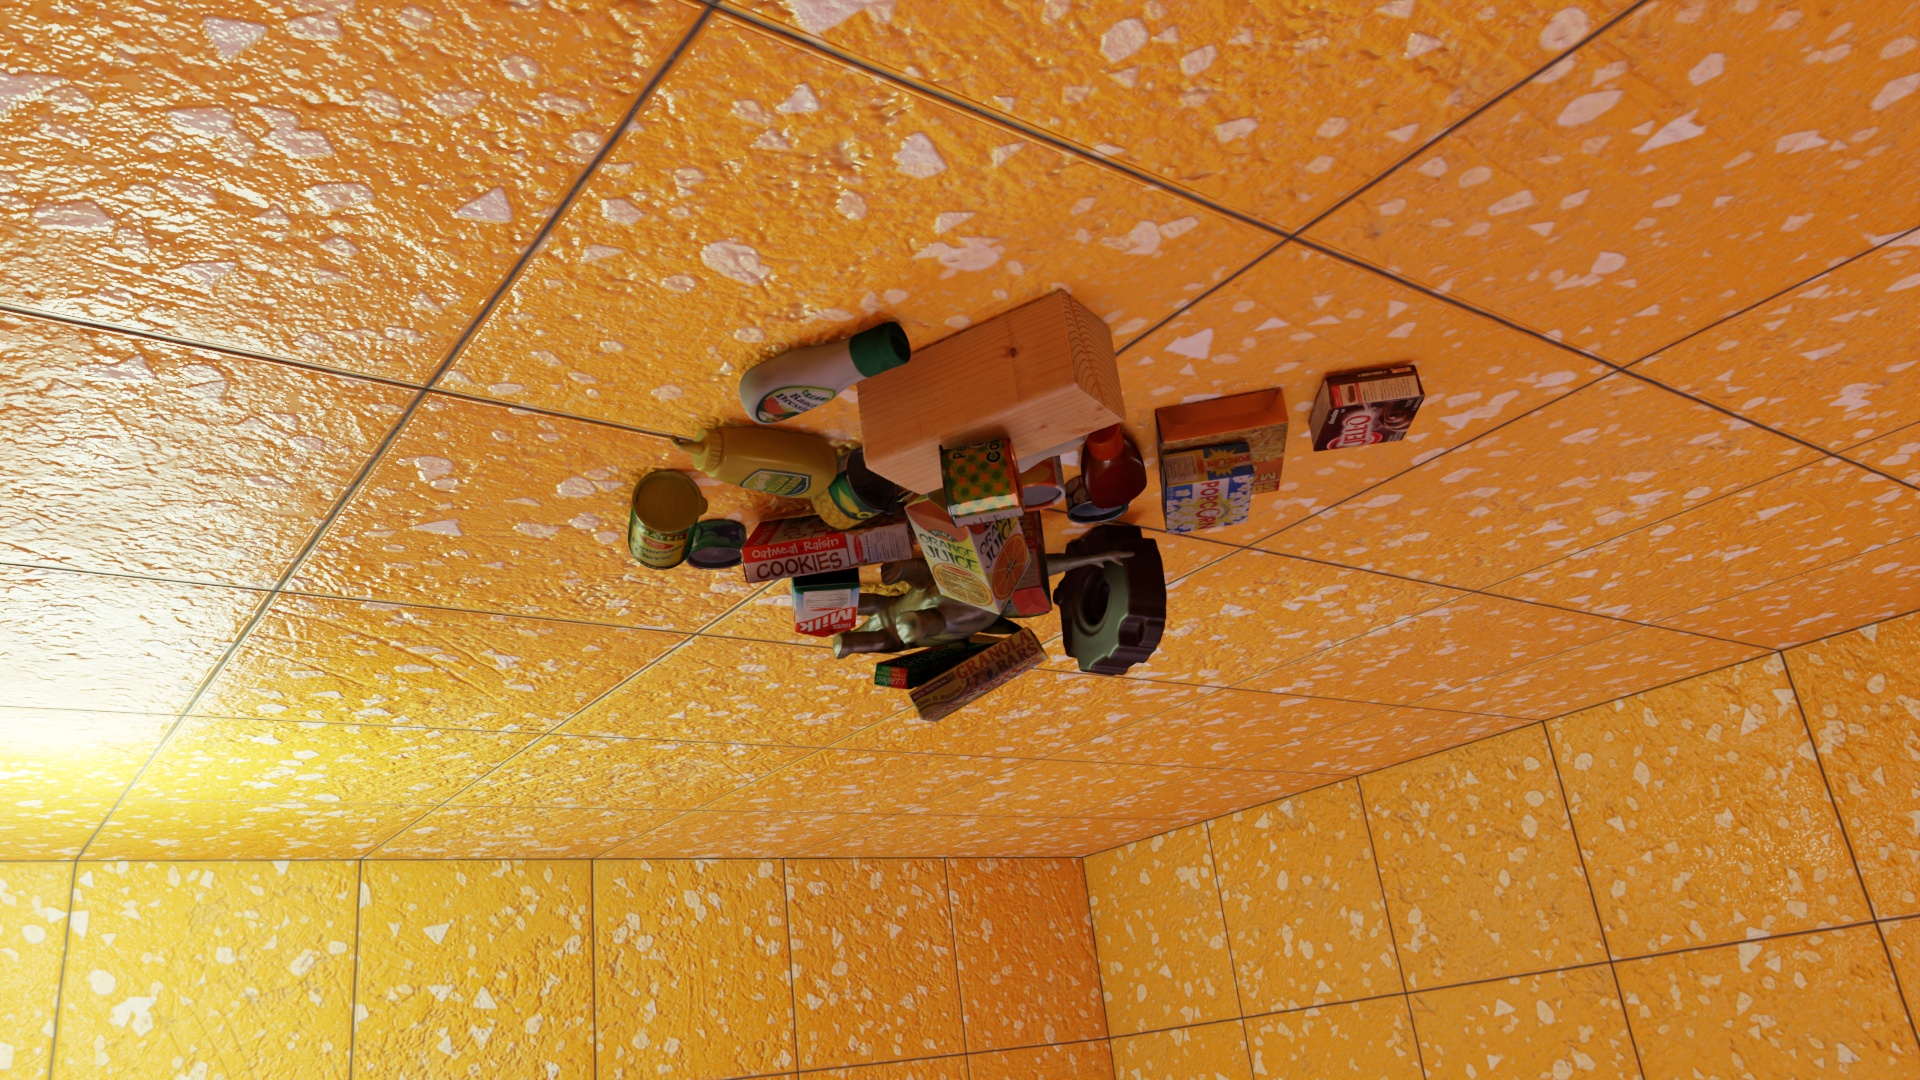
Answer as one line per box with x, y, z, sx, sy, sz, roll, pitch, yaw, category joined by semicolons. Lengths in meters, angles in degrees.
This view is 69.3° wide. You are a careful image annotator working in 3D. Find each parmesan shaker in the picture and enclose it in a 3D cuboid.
-0.288;-0.018;1.363;0.071;0.071;0.102;-1;157;-16;parmesan shaker

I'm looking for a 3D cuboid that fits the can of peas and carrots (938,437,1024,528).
0.018;-0.050;1.139;0.059;0.071;0.070;-10;158;7;can of peas and carrots

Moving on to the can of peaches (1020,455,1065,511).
0.065;-0.067;1.368;0.071;0.058;0.071;-7;159;-3;can of peaches

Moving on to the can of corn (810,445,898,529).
-0.102;-0.048;1.344;0.058;0.071;0.071;-25;153;39;can of corn

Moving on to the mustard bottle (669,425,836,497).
-0.194;-0.075;1.274;0.160;0.049;0.065;8;150;-35;mustard bottle

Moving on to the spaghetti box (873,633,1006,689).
-0.020;0.152;1.762;0.050;0.028;0.251;5;-172;31;spaghetti box

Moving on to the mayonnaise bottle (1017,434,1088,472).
0.061;-0.095;1.293;0.041;0.065;0.147;26;148;-28;mayonnaise bottle

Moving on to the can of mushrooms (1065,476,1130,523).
0.147;-0.046;1.482;0.071;0.033;0.070;-6;158;-2;can of mushrooms

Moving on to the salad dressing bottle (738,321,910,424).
-0.112;-0.139;1.145;0.147;0.044;0.064;-18;157;25;salad dressing bottle

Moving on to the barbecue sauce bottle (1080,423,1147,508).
0.148;-0.081;1.378;0.065;0.044;0.148;-25;156;3;barbecue sauce bottle

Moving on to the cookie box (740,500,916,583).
-0.131;0.001;1.418;0.167;0.040;0.123;-9;-168;3;cookie box

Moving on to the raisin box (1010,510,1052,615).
0.067;0.007;1.466;0.040;0.124;0.086;-10;158;9;raisin box

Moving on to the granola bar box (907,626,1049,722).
0.024;0.163;1.688;0.165;0.039;0.124;-30;169;2;granola bar box

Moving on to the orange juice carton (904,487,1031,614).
0.005;-0.017;1.333;0.073;0.072;0.191;17;151;27;orange juice carton

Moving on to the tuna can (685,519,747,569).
-0.262;0.005;1.477;0.071;0.033;0.071;-6;158;-2;tuna can

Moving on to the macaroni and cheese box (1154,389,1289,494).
0.262;-0.090;1.398;0.124;0.040;0.166;-9;158;6;macaroni and cheese box

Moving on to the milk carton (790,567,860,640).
-0.156;0.052;1.579;0.073;0.072;0.189;-4;157;-8;milk carton

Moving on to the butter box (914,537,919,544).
-0.045;-0.016;1.508;0.103;0.024;0.053;-8;158;0;butter box

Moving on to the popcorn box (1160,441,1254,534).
0.244;-0.051;1.379;0.085;0.038;0.126;-9;158;4;popcorn box
